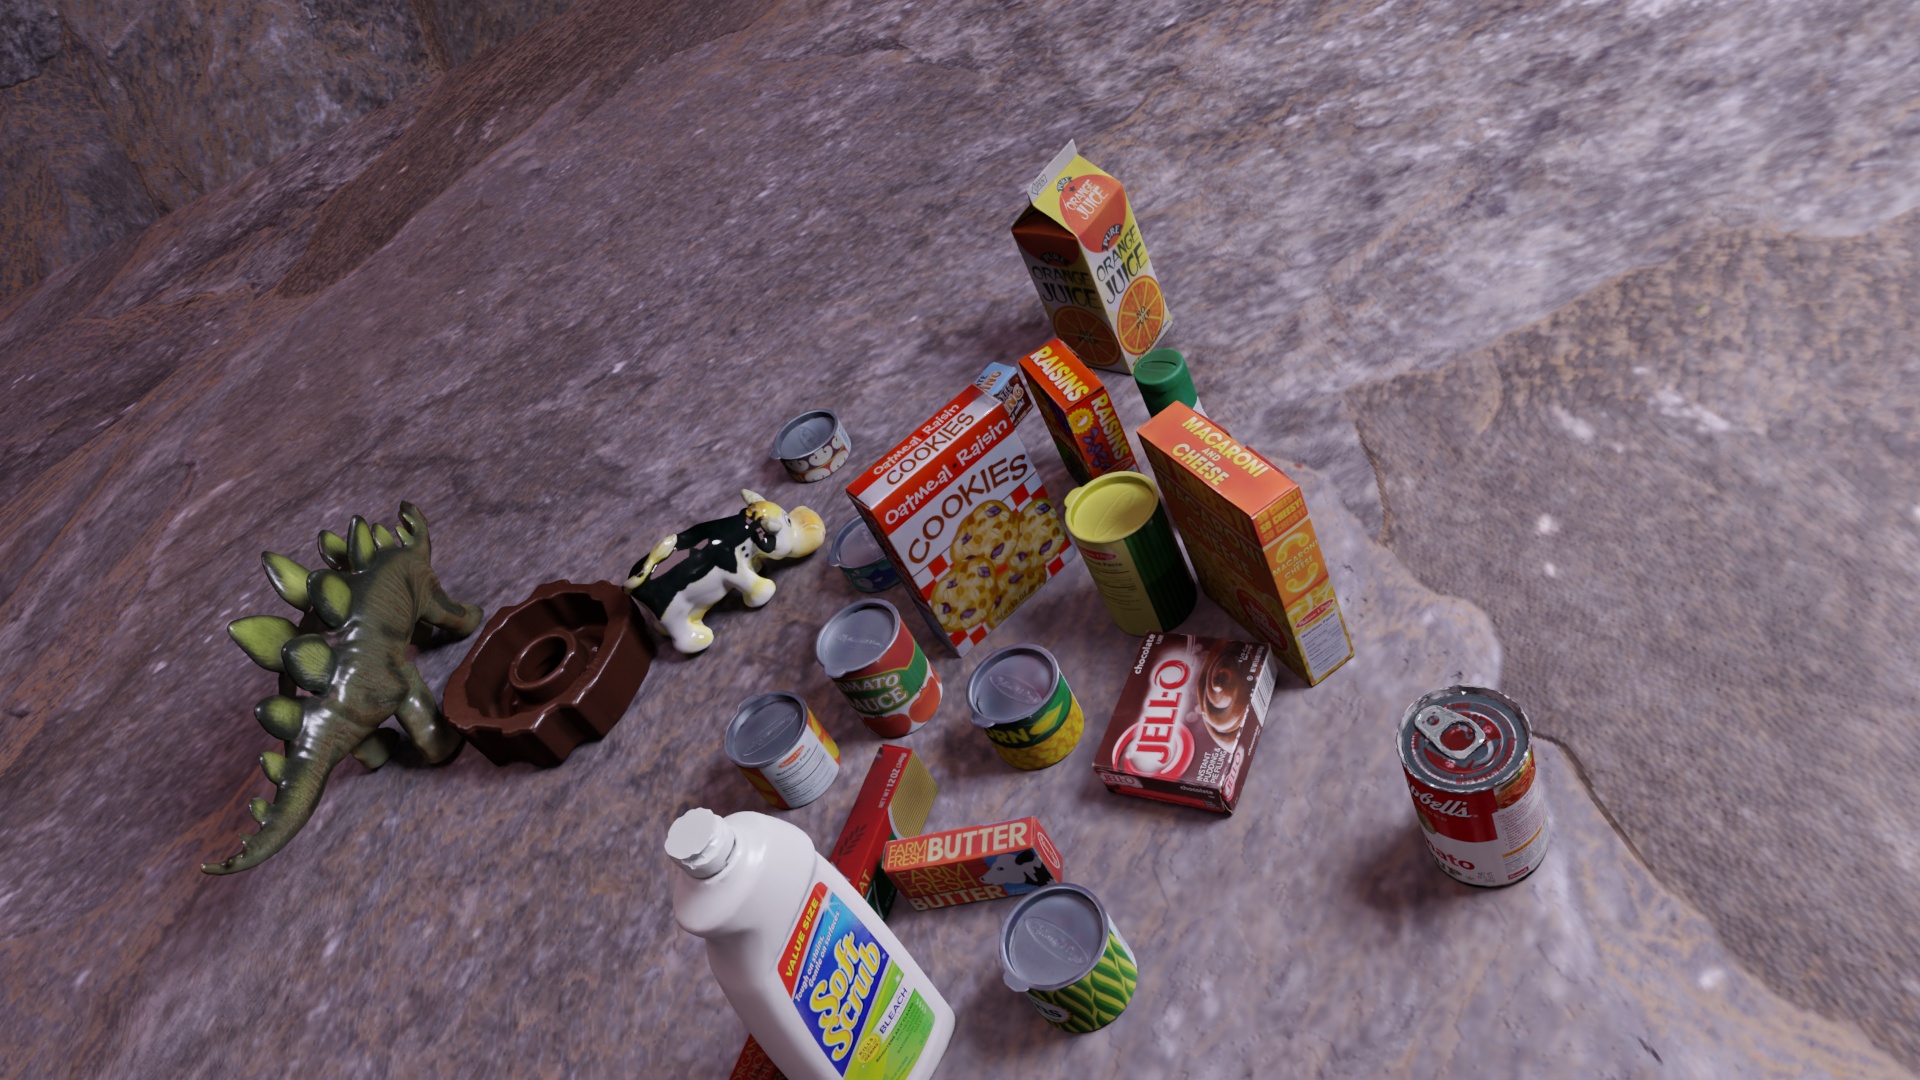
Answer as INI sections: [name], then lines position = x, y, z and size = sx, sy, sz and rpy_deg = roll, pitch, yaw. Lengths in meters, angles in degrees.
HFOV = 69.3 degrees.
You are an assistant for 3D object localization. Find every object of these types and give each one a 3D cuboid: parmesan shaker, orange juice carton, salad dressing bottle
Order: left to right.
[orange juice carton]
position = 0.107, -0.237, 1.169
size = 0.073, 0.192, 0.072
rpy_deg = 17, 58, 40
[parmesan shaker]
position = 0.119, 0.010, 0.977
size = 0.071, 0.102, 0.072
rpy_deg = -16, 42, 15
[salad dressing bottle]
position = 0.163, -0.072, 1.002
size = 0.064, 0.147, 0.044
rpy_deg = 7, 52, 35

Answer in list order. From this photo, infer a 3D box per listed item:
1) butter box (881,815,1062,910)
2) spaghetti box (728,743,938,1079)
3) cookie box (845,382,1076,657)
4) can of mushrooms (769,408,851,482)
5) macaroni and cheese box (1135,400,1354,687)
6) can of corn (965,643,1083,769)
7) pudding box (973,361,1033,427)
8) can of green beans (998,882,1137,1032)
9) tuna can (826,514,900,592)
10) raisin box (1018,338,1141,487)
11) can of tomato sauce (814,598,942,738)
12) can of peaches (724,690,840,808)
[butter box]
position = 0.008, 0.205, 0.878
size = 0.103, 0.053, 0.024
rpy_deg = -13, 43, 17
[spaghetti box]
position = -0.077, 0.248, 0.884
size = 0.028, 0.050, 0.251
rpy_deg = 0, 48, 30
[cookie box]
position = 0.004, -0.013, 1.016
size = 0.123, 0.166, 0.040
rpy_deg = -41, 42, -13
[can of mushrooms]
position = -0.138, -0.086, 1.274
size = 0.071, 0.033, 0.071
rpy_deg = -16, 42, 15
[macaroni and cheese box]
position = 0.185, 0.001, 0.899
size = 0.040, 0.165, 0.124
rpy_deg = -36, 41, -7
[can of corn]
position = 0.043, 0.116, 0.945
size = 0.071, 0.058, 0.071
rpy_deg = -16, 42, 15
[pudding box]
position = 0.022, -0.108, 1.194
size = 0.030, 0.049, 0.084
rpy_deg = 18, 59, 41
[can of green beans]
position = 0.063, 0.242, 0.805
size = 0.071, 0.057, 0.071
rpy_deg = -16, 42, 15
[tuna can]
position = -0.072, 0.010, 1.139
size = 0.071, 0.032, 0.071
rpy_deg = -16, 42, 15
[raisin box]
position = 0.097, -0.085, 1.071
size = 0.040, 0.123, 0.086
rpy_deg = -31, 40, -2
[can of tomato sauce]
position = -0.058, 0.095, 1.005
size = 0.071, 0.082, 0.071
rpy_deg = -16, 42, 15
[can of peaches]
position = -0.129, 0.151, 1.007
size = 0.071, 0.057, 0.071
rpy_deg = -16, 42, 15
